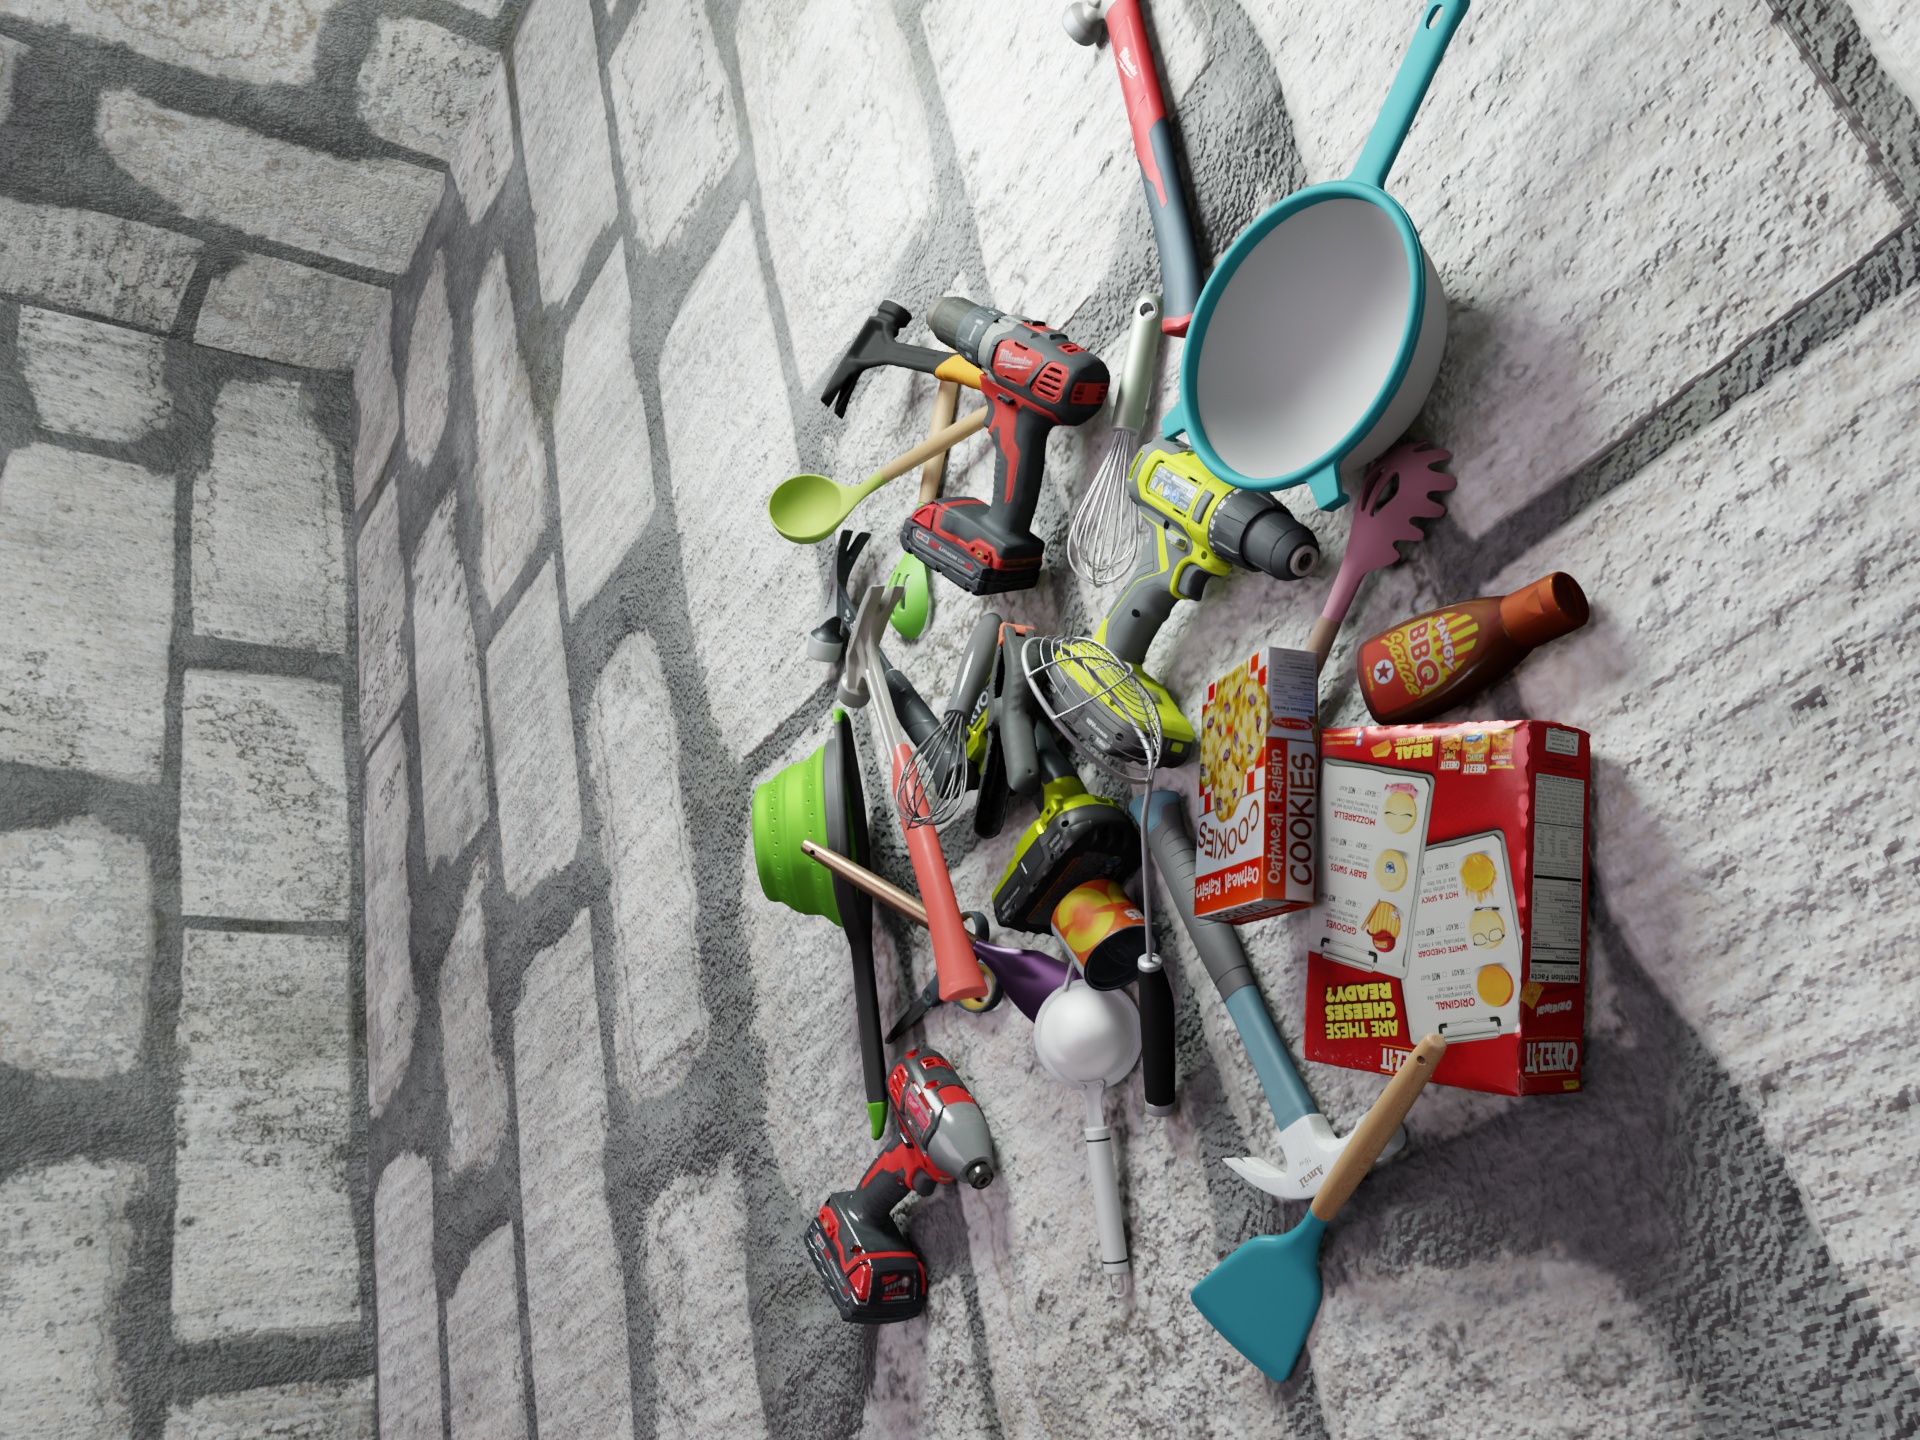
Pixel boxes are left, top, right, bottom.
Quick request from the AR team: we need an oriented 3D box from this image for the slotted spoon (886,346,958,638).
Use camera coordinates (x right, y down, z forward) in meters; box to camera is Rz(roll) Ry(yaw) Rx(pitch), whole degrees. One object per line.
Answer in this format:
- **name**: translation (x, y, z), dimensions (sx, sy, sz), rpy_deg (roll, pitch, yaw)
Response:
- **slotted spoon**: translation (-0.030, -0.235, 1.544), dimensions (0.070, 0.031, 0.314), rpy_deg (13, 92, 56)

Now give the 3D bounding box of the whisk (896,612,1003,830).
- **whisk**: translation (-0.003, -0.005, 1.290), dimensions (0.055, 0.055, 0.239), rpy_deg (-37, 25, 45)

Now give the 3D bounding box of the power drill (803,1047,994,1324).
- **power drill**: translation (-0.045, 0.412, 1.387), dimensions (0.143, 0.078, 0.219), rpy_deg (47, 118, 48)

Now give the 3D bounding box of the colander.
- **colander**: translation (-0.131, 0.190, 1.472), dimensions (0.204, 0.094, 0.397), rpy_deg (63, -159, -87)

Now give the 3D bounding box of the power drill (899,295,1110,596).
- **power drill**: translation (0.021, -0.241, 1.367), dimensions (0.188, 0.080, 0.226), rpy_deg (36, 121, 32)

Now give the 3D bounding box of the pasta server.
- **pasta server**: translation (0.253, -0.046, 1.105), dimensions (0.060, 0.040, 0.316), rpy_deg (46, 124, 48)

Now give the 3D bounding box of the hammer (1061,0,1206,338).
- **hammer**: translation (0.169, -0.484, 1.305), dimensions (0.143, 0.038, 0.387), rpy_deg (-33, 57, 45)

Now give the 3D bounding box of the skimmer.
- **skimmer**: translation (0.104, 0.117, 1.141), dimensions (0.090, 0.127, 0.363), rpy_deg (-1, 107, 16)

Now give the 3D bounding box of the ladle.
- **ladle**: translation (-0.062, -0.251, 1.522), dimensions (0.320, 0.062, 0.078), rpy_deg (-24, 54, 37)

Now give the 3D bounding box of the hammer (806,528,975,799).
- **hammer**: translation (-0.065, -0.046, 1.477), dimensions (0.409, 0.036, 0.149), rpy_deg (-126, 46, -56)

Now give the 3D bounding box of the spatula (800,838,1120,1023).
- **spatula**: translation (-0.008, 0.176, 1.314), dimensions (0.316, 0.018, 0.059), rpy_deg (28, 106, 24)

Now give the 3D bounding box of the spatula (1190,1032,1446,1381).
- **spatula**: translation (0.231, 0.300, 0.994), dimensions (0.082, 0.044, 0.317), rpy_deg (39, 136, 26)

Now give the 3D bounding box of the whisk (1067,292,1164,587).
- **whisk**: translation (0.134, -0.229, 1.298), dimensions (0.058, 0.059, 0.246), rpy_deg (11, 88, 18)

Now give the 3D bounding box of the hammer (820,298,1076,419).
- **hammer**: translation (0.002, -0.317, 1.464), dimensions (0.337, 0.034, 0.127), rpy_deg (23, 79, 47)

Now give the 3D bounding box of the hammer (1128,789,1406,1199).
- **hammer**: translation (0.195, 0.183, 1.130), dimensions (0.128, 0.033, 0.331), rpy_deg (-51, 45, 35)

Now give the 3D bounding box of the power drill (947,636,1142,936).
- **power drill**: translation (0.054, 0.062, 1.322), dimensions (0.171, 0.080, 0.223), rpy_deg (-55, 39, 31)

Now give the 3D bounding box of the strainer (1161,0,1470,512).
- **strainer**: translation (0.278, -0.306, 1.067), dimensions (0.211, 0.095, 0.340), rpy_deg (40, 111, 52)

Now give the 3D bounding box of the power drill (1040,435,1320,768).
- **power drill**: translation (0.164, -0.083, 1.194), dimensions (0.191, 0.080, 0.228), rpy_deg (45, 117, 50)

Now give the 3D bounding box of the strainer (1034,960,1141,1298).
- **strainer**: translation (0.105, 0.308, 1.215), dimensions (0.087, 0.050, 0.258), rpy_deg (-10, 80, 16)

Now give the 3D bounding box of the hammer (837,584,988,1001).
- **hammer**: translation (-0.038, 0.064, 1.315), dimensions (0.149, 0.036, 0.359), rpy_deg (114, 146, -49)
